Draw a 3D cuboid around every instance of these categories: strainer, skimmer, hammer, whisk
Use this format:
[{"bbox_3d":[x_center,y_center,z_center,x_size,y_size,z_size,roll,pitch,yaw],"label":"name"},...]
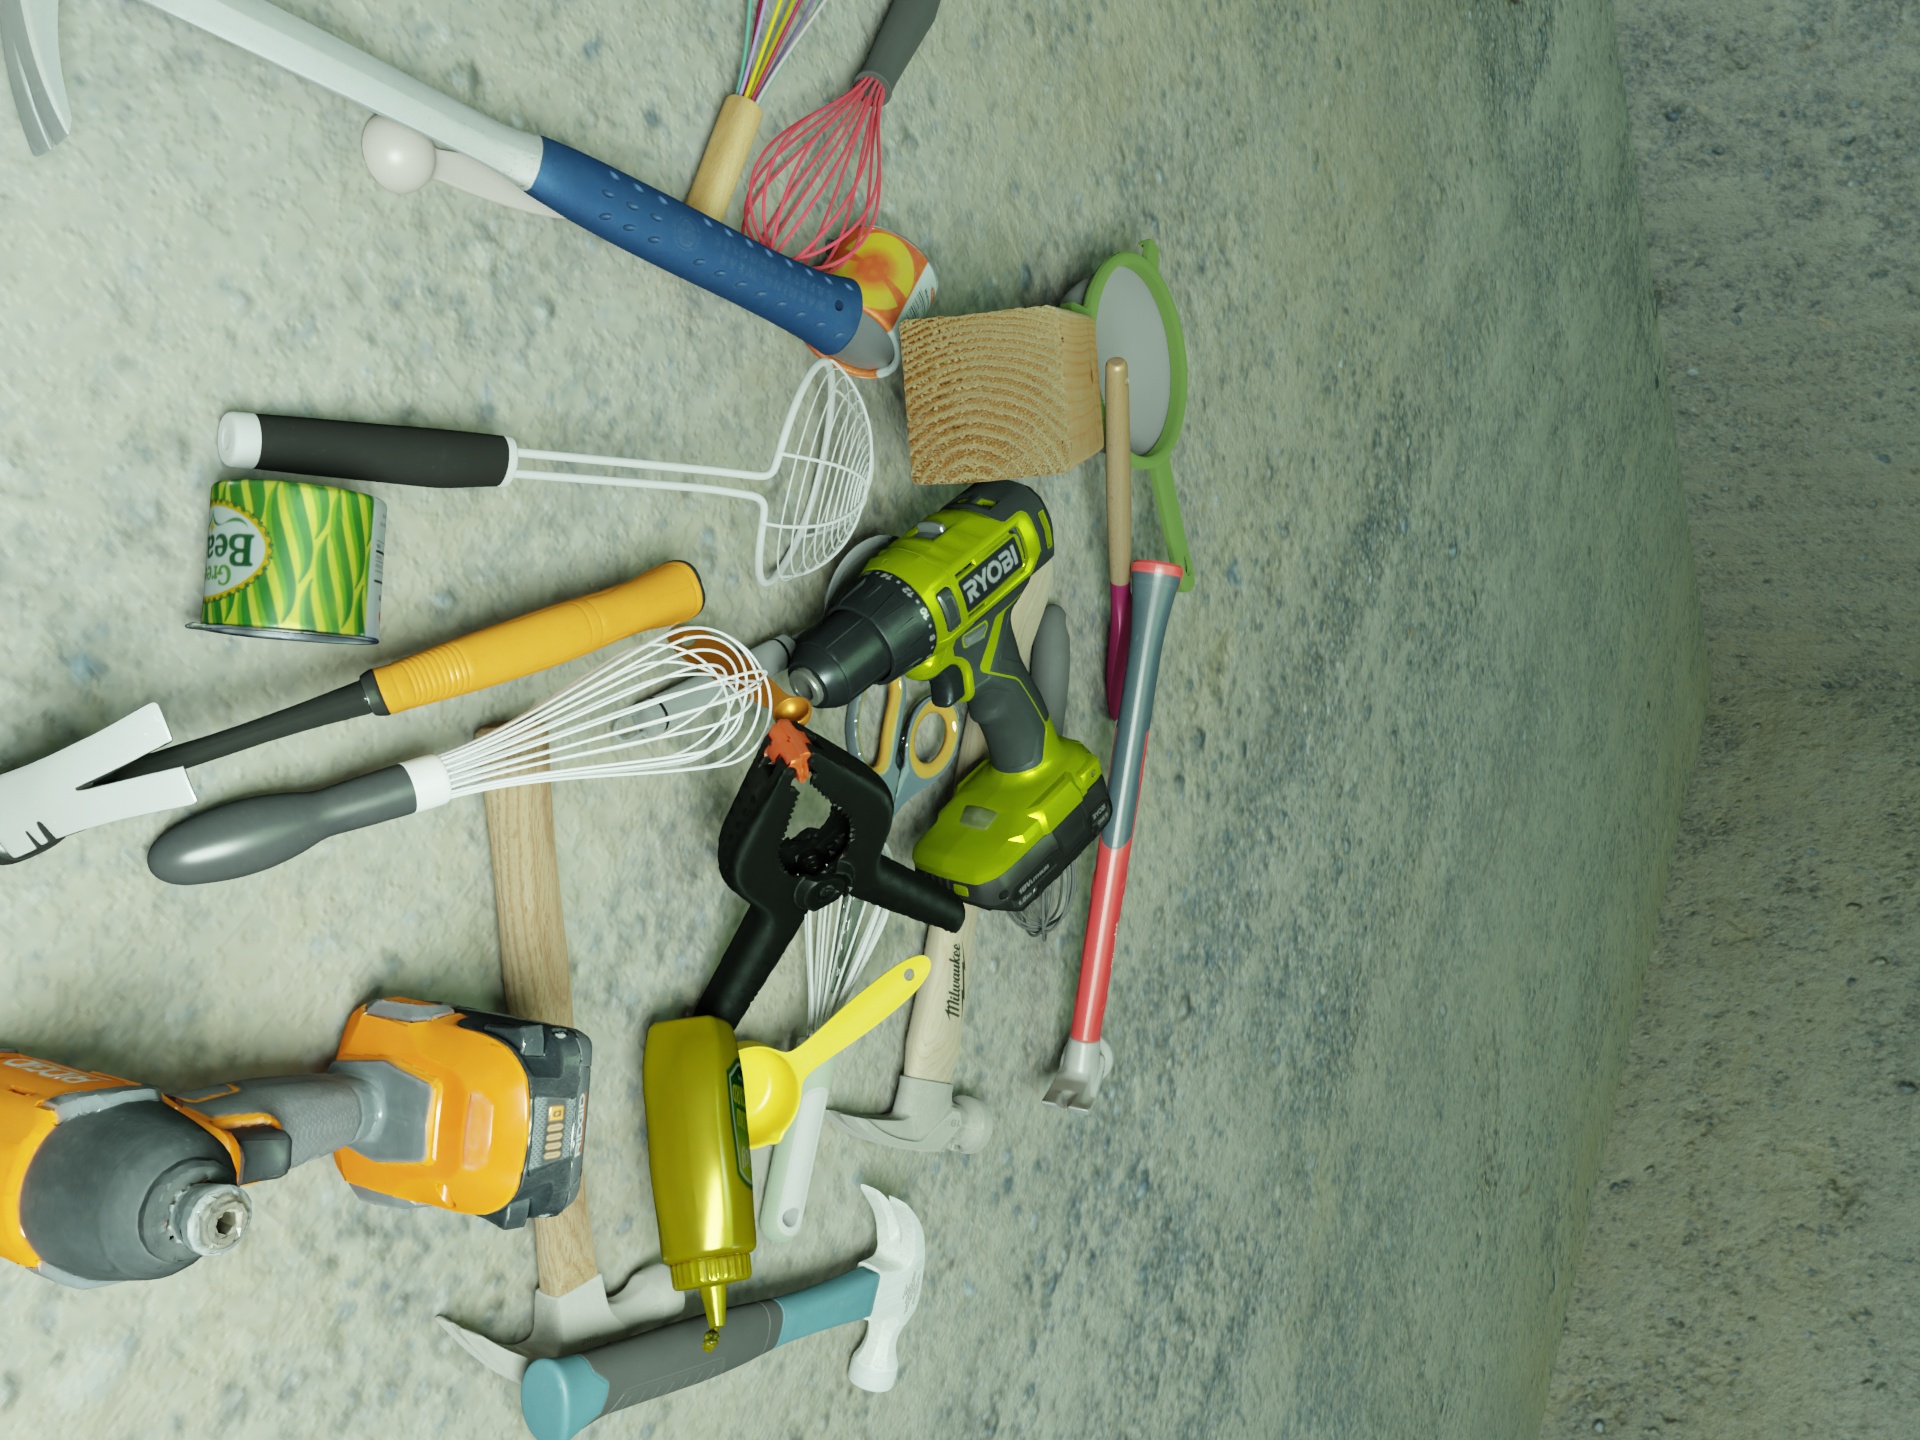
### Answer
[{"bbox_3d":[-0.096,-0.043,0.895,0.258,0.050,0.086,-31,123,-43],"label":"strainer"},{"bbox_3d":[-0.180,-0.129,0.774,0.363,0.090,0.127,-3,116,-44],"label":"skimmer"},{"bbox_3d":[-0.112,0.332,0.861,0.330,0.033,0.128,15,89,-60],"label":"hammer"},{"bbox_3d":[-0.218,-0.020,0.662,0.337,0.127,0.034,-29,102,-54],"label":"hammer"},{"bbox_3d":[0.108,0.079,1.116,0.143,0.038,0.386,-6,105,-78],"label":"hammer"},{"bbox_3d":[-0.081,0.181,0.927,0.057,0.059,0.246,15,84,-42],"label":"whisk"},{"bbox_3d":[0.115,-0.207,1.156,0.151,0.069,0.256,-49,130,-45],"label":"strainer"},{"bbox_3d":[-0.203,0.019,0.695,0.284,0.070,0.070,-20,109,-36],"label":"whisk"},{"bbox_3d":[-0.056,-0.352,0.914,0.073,0.073,0.296,53,45,-42],"label":"whisk"},{"bbox_3d":[-0.199,-0.243,0.696,0.405,0.035,0.144,15,81,-47],"label":"hammer"},{"bbox_3d":[0.000,0.072,1.042,0.146,0.038,0.411,25,72,-51],"label":"hammer"},{"bbox_3d":[-0.110,-0.349,0.851,0.051,0.047,0.245,27,74,-34],"label":"whisk"},{"bbox_3d":[-0.202,0.164,0.766,0.130,0.031,0.331,-16,105,-54],"label":"hammer"},{"bbox_3d":[0.061,0.035,1.120,0.055,0.055,0.239,15,75,-54],"label":"whisk"}]

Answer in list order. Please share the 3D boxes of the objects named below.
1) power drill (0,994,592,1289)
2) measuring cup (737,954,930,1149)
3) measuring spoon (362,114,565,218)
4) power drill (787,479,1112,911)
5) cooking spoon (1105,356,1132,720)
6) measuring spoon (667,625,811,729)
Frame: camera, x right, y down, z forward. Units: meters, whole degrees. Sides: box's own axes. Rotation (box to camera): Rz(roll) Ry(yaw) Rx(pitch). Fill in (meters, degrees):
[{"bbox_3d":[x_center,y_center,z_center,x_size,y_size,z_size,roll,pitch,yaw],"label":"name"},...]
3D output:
[{"bbox_3d":[-0.246,0.156,0.591,0.226,0.164,0.084,9,85,-57],"label":"power drill"},{"bbox_3d":[-0.082,0.179,0.896,0.156,0.029,0.062,-35,108,-24],"label":"measuring cup"},{"bbox_3d":[-0.215,-0.250,0.728,0.124,0.018,0.034,-5,96,-54],"label":"measuring spoon"},{"bbox_3d":[-0.001,-0.003,0.929,0.190,0.080,0.228,-42,127,-34],"label":"power drill"},{"bbox_3d":[0.113,-0.120,1.131,0.069,0.017,0.318,-57,154,-37],"label":"cooking spoon"},{"bbox_3d":[-0.114,-0.022,0.810,0.021,0.117,0.011,-39,138,-22],"label":"measuring spoon"}]
